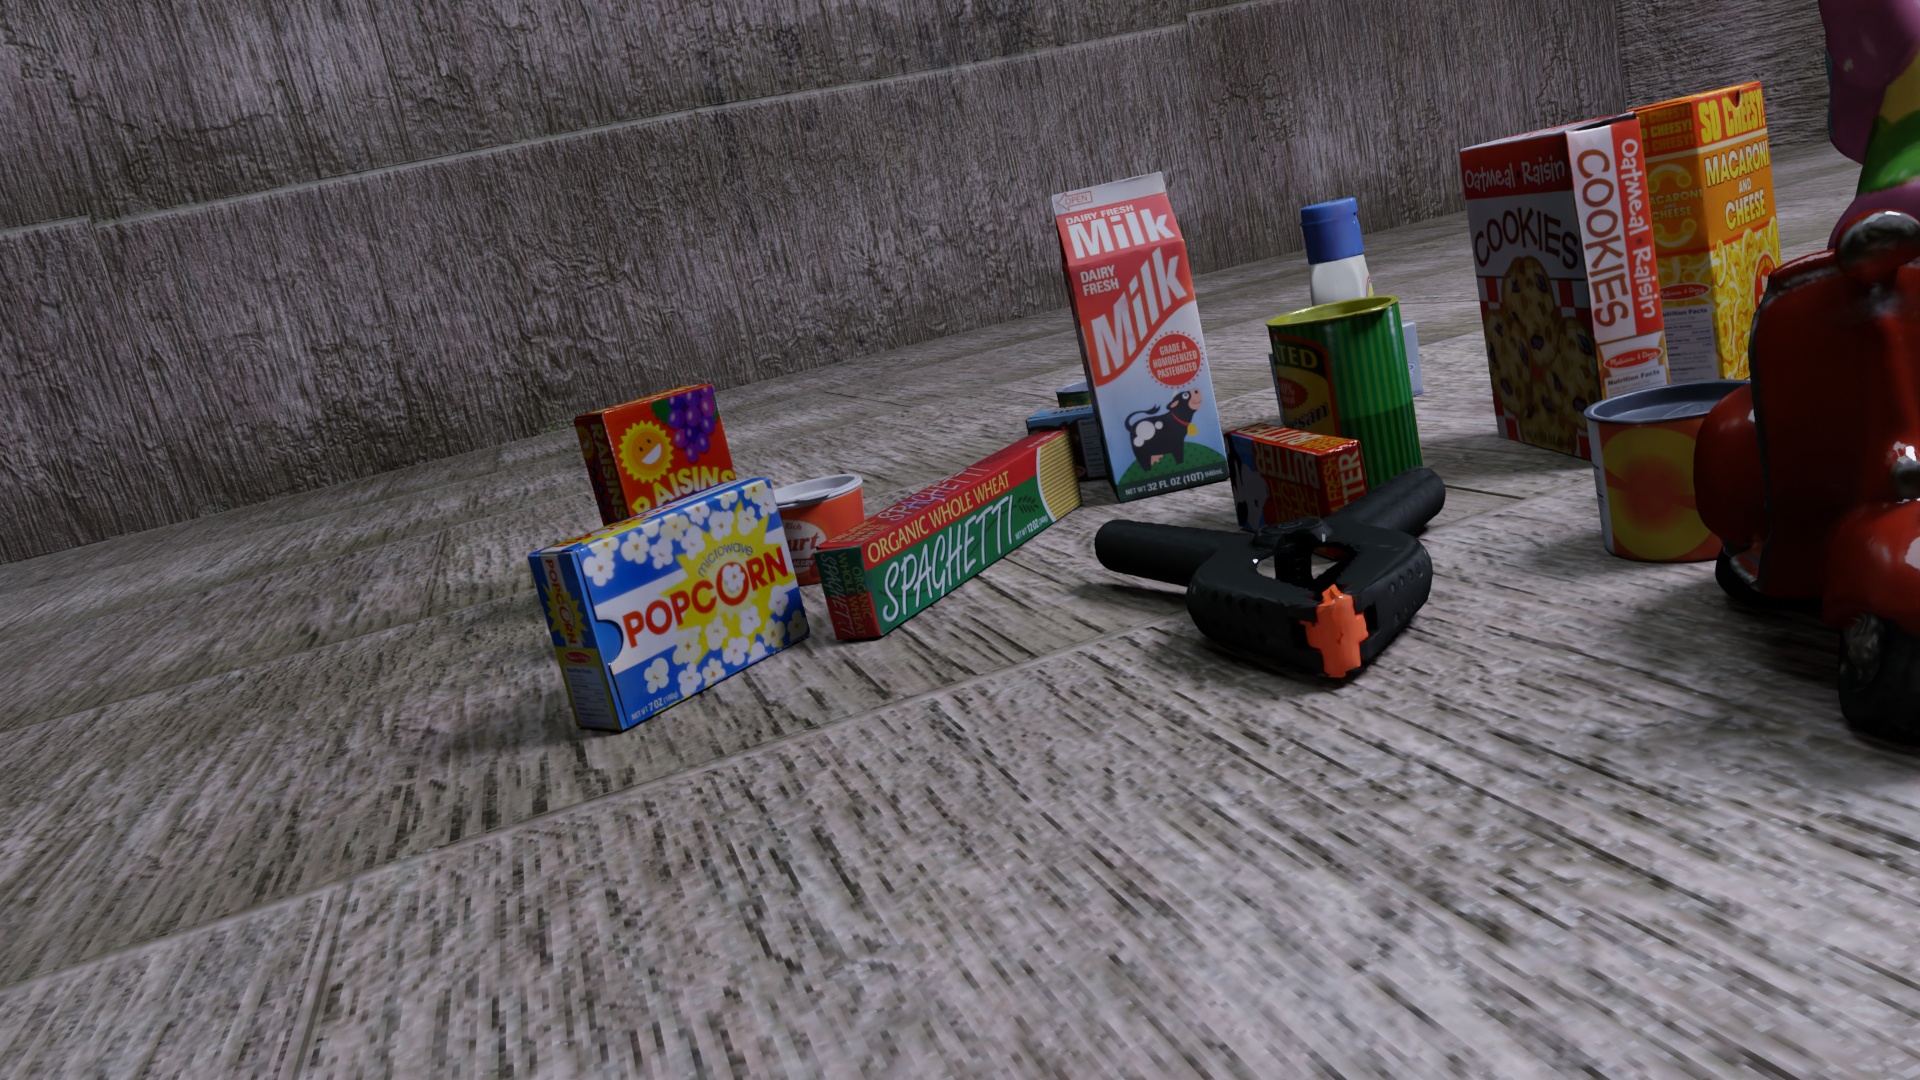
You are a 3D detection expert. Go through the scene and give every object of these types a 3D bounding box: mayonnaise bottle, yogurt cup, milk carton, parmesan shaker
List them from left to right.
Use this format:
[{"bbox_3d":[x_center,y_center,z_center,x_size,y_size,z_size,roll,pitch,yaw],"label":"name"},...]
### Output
[{"bbox_3d":[-0.087,-0.006,0.839,0.072,0.053,0.072,-12,12,3],"label":"yogurt cup"},{"bbox_3d":[0.110,-0.128,0.867,0.072,0.190,0.073,-12,12,3],"label":"milk carton"},{"bbox_3d":[0.259,-0.153,0.932,0.041,0.147,0.065,-8,13,24],"label":"mayonnaise bottle"},{"bbox_3d":[0.200,-0.068,0.712,0.071,0.103,0.071,-12,12,3],"label":"parmesan shaker"}]

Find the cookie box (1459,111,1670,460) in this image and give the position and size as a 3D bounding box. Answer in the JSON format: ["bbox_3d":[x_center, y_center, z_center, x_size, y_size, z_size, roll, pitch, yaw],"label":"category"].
[{"bbox_3d":[0.318,-0.132,0.733,0.040,0.167,0.123,-13,12,-2],"label":"cookie box"}]

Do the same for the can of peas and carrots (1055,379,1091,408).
[{"bbox_3d":[0.107,-0.086,0.992,0.071,0.058,0.071,-12,12,3],"label":"can of peas and carrots"}]

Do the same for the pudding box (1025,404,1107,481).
[{"bbox_3d":[0.090,-0.068,0.950,0.083,0.049,0.030,-6,14,30],"label":"pudding box"}]

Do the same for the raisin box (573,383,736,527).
[{"bbox_3d":[-0.186,-0.031,0.887,0.086,0.123,0.040,-23,15,-40],"label":"raisin box"}]

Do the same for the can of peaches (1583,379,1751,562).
[{"bbox_3d":[0.288,-0.028,0.548,0.071,0.058,0.071,-12,12,3],"label":"can of peaches"}]

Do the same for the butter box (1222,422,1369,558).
[{"bbox_3d":[0.163,-0.026,0.676,0.024,0.053,0.103,-15,12,-11],"label":"butter box"}]

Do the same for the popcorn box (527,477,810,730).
[{"bbox_3d":[-0.134,0.027,0.662,0.038,0.085,0.127,-3,15,38],"label":"popcorn box"}]

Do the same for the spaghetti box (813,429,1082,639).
[{"bbox_3d":[0.003,-0.010,0.772,0.028,0.050,0.251,-6,14,31],"label":"spaghetti box"}]

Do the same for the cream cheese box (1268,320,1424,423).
[{"bbox_3d":[0.275,-0.119,0.987,0.104,0.053,0.024,-14,12,-5],"label":"cream cheese box"}]

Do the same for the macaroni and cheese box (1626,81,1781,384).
[{"bbox_3d":[0.447,-0.181,0.824,0.124,0.166,0.040,-23,15,-41],"label":"macaroni and cheese box"}]
